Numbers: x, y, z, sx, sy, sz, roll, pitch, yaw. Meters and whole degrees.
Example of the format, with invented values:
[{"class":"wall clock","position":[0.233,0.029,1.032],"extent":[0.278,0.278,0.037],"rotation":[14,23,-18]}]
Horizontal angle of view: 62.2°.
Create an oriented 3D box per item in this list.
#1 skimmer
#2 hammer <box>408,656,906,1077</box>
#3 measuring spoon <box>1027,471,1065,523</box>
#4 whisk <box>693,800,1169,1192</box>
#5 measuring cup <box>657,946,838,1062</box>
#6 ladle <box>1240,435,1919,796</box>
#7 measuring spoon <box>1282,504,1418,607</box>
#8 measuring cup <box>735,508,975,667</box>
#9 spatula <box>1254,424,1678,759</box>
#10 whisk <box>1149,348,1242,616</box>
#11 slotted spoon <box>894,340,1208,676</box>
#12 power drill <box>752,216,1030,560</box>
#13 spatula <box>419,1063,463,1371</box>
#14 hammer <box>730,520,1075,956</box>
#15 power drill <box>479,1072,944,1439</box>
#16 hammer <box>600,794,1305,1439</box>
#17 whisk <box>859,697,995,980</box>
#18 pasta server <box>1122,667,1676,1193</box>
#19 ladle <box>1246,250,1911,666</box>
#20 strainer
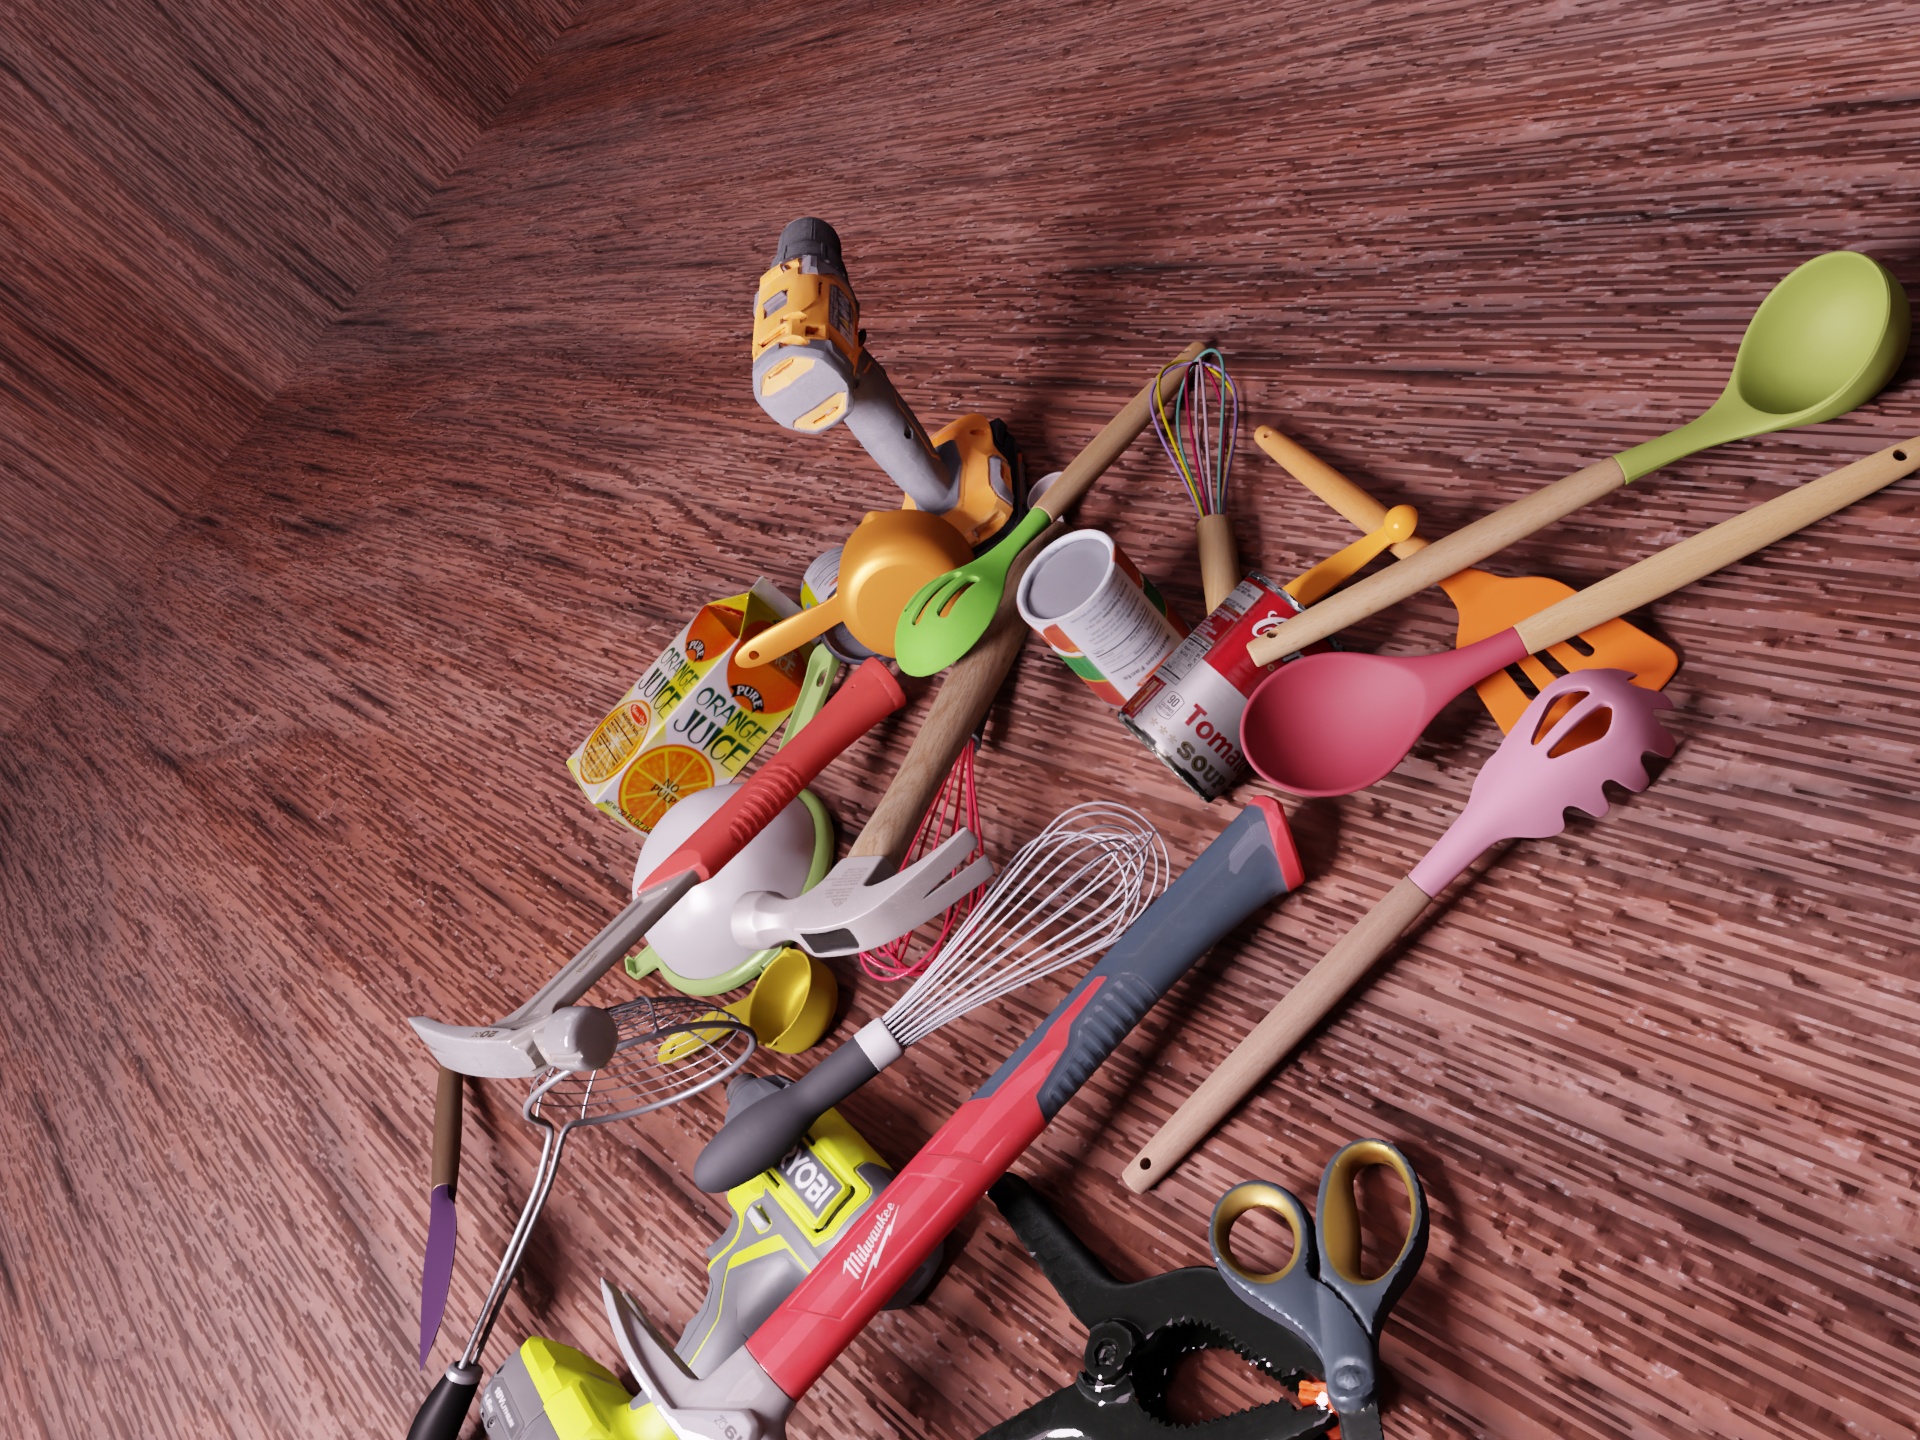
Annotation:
[{"class":"skimmer","position":[-0.225,0.311,0.859],"extent":[0.090,0.127,0.363],"rotation":[22,88,31]},{"class":"hammer","position":[-0.149,0.073,0.919],"extent":[0.149,0.036,0.359],"rotation":[-8,28,41]},{"class":"measuring spoon","position":[0.065,-0.108,1.012],"extent":[0.034,0.018,0.124],"rotation":[-22,51,24]},{"class":"whisk","position":[-0.013,0.141,0.785],"extent":[0.284,0.070,0.070],"rotation":[-37,36,-7]},{"class":"measuring cup","position":[-0.127,0.181,0.939],"extent":[0.156,0.029,0.062],"rotation":[-30,41,40]},{"class":"ladle","position":[0.273,-0.049,0.708],"extent":[0.315,0.031,0.069],"rotation":[-26,68,14]},{"class":"measuring spoon","position":[0.191,-0.079,0.829],"extent":[0.117,0.011,0.021],"rotation":[-37,41,46]},{"class":"measuring cup","position":[-0.070,-0.064,1.000],"extent":[0.173,0.095,0.052],"rotation":[-26,27,13]},{"class":"spatula","position":[0.231,-0.087,0.821],"extent":[0.081,0.041,0.323],"rotation":[-41,34,7]},{"class":"whisk","position":[0.149,-0.129,0.925],"extent":[0.051,0.047,0.245],"rotation":[-34,42,36]},{"class":"slotted spoon","position":[0.062,-0.140,0.967],"extent":[0.070,0.031,0.314],"rotation":[10,49,46]},{"class":"power drill","position":[-0.049,-0.211,1.034],"extent":[0.084,0.226,0.186],"rotation":[-29,41,23]},{"class":"spatula","position":[-0.318,0.276,0.984],"extent":[0.059,0.018,0.316],"rotation":[-68,21,11]},{"class":"hammer","position":[-0.001,-0.003,0.884],"extent":[0.130,0.031,0.331],"rotation":[-6,40,36]},{"class":"power drill","position":[-0.127,0.291,0.796],"extent":[0.223,0.080,0.171],"rotation":[-50,38,-8]},{"class":"hammer","position":[0.011,0.171,0.729],"extent":[0.386,0.038,0.143],"rotation":[-45,52,-14]},{"class":"whisk","position":[-0.003,0.027,0.924],"extent":[0.073,0.073,0.296],"rotation":[-18,40,34]},{"class":"pasta server","position":[0.185,0.095,0.697],"extent":[0.316,0.040,0.060],"rotation":[-48,51,8]},{"class":"ladle","position":[0.274,-0.111,0.731],"extent":[0.320,0.062,0.078],"rotation":[-27,36,11]},{"class":"strainer","position":[-0.141,0.047,1.026],"extent":[0.151,0.069,0.256],"rotation":[-6,55,42]}]
